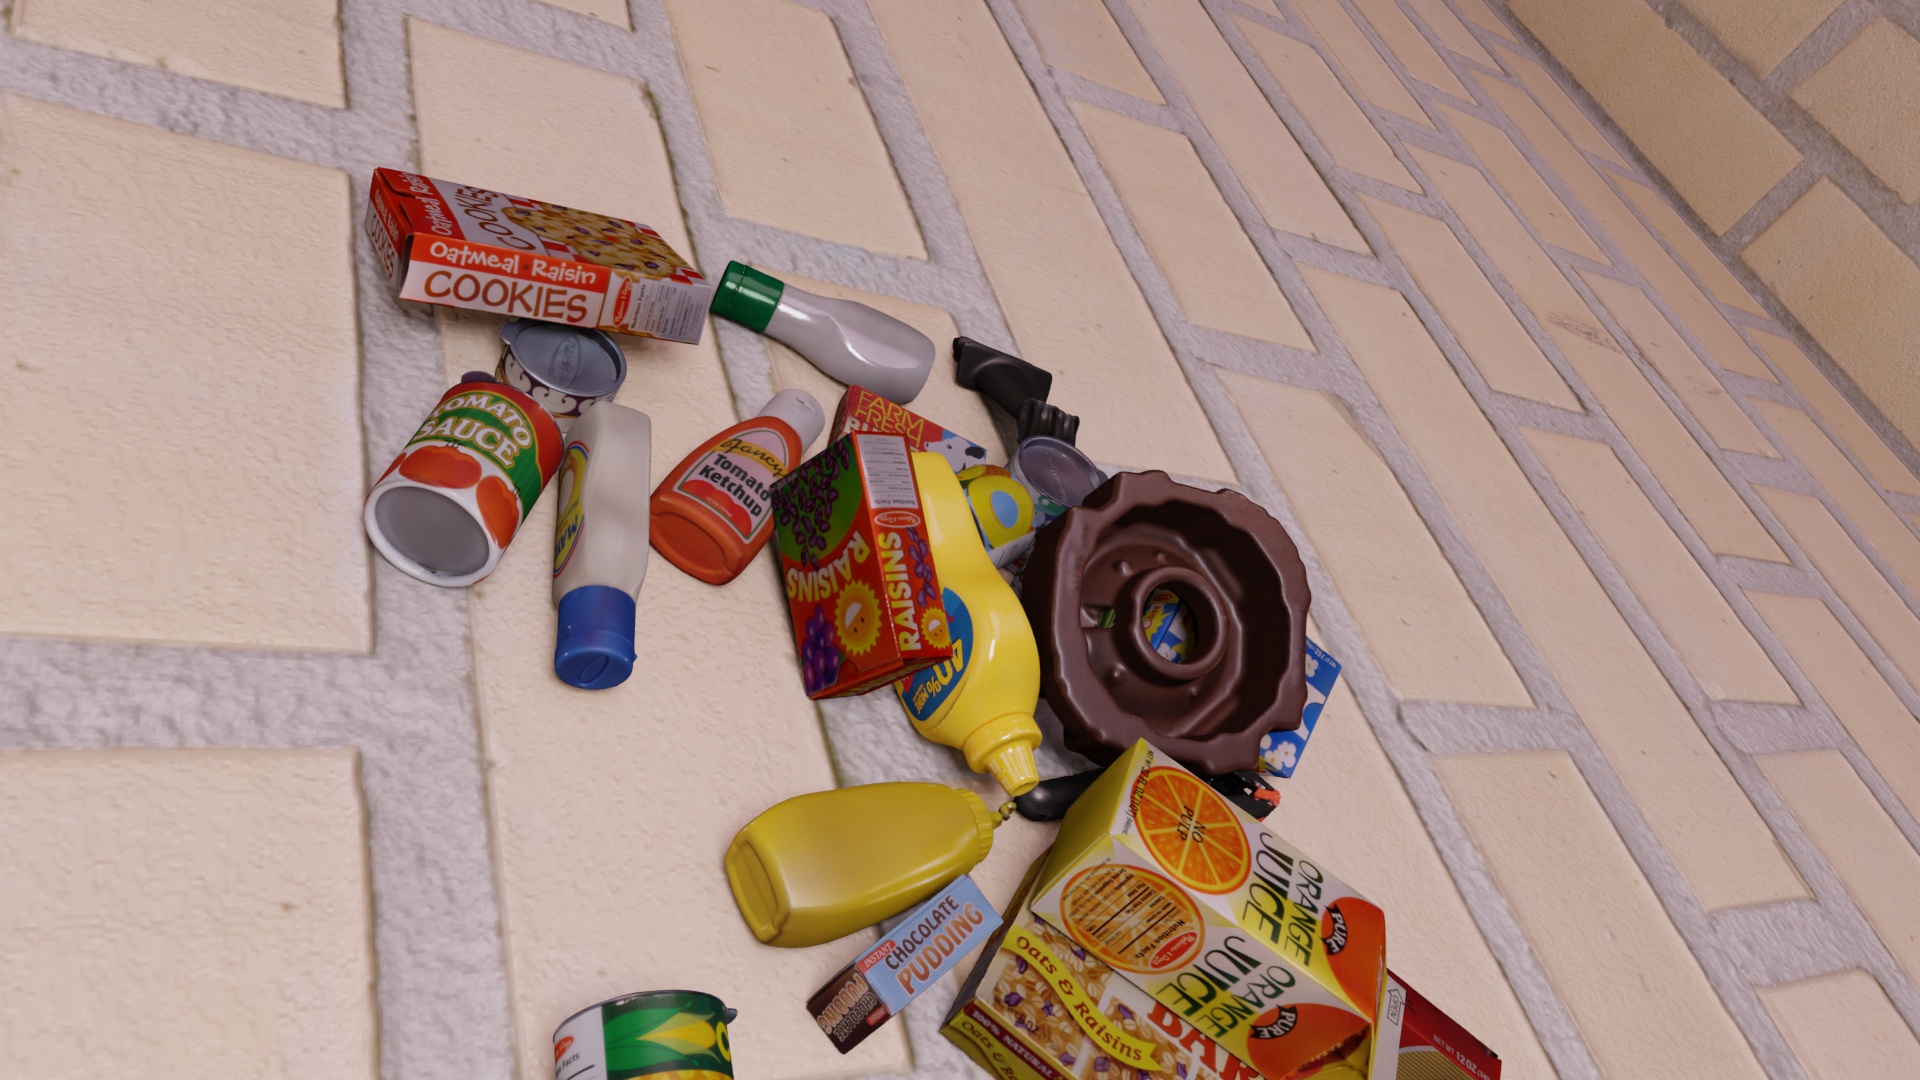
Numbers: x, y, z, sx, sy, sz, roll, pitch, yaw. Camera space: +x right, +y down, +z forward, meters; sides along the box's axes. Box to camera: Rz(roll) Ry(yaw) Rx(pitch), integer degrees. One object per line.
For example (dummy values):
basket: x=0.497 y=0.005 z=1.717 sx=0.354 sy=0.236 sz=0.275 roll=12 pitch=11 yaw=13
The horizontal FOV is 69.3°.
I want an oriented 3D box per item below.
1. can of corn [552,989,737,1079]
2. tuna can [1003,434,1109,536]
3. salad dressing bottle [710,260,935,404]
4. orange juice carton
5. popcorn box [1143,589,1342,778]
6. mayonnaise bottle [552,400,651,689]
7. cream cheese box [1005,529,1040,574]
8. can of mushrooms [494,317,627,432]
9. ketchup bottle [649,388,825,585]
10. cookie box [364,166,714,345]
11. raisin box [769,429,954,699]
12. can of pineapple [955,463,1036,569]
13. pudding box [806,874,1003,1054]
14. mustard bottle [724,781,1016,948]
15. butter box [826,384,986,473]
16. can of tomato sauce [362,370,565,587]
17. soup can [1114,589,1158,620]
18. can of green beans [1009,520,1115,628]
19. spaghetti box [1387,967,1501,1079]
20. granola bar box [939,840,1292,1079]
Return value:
can of corn: x=-0.115 y=0.211 z=0.525 sx=0.071 sy=0.070 sz=0.058 roll=10 pitch=47 yaw=-31
tuna can: x=0.060 y=-0.033 z=0.898 sx=0.071 sy=0.032 sz=0.071 roll=21 pitch=41 yaw=-19
salad dressing bottle: x=-0.091 y=-0.140 z=0.923 sx=0.147 sy=0.043 sz=0.064 roll=23 pitch=42 yaw=-16
orange juice carton: x=0.137 y=0.191 z=0.673 sx=0.193 sy=0.072 sz=0.072 roll=36 pitch=36 yaw=-3
popcorn box: x=0.167 y=0.077 z=0.858 sx=0.126 sy=0.038 sz=0.085 roll=38 pitch=67 yaw=-17
mayonnaise bottle: x=-0.180 y=0.003 z=0.694 sx=0.041 sy=0.064 sz=0.149 roll=18 pitch=45 yaw=-30
cream cheese box: x=0.054 y=-0.015 z=0.922 sx=0.053 sy=0.024 sz=0.104 roll=39 pitch=38 yaw=1
can of mushrooms: x=-0.226 y=-0.095 z=0.778 sx=0.071 sy=0.033 sz=0.071 roll=21 pitch=41 yaw=-20
ketchup bottle: x=-0.122 y=-0.038 z=0.793 sx=0.064 sy=0.043 sz=0.149 roll=38 pitch=37 yaw=-7
cookie box: x=-0.242 y=-0.163 z=0.795 sx=0.168 sy=0.040 sz=0.123 roll=5 pitch=25 yaw=-34
raisin box: x=-0.054 y=0.014 z=0.730 sx=0.040 sy=0.086 sz=0.123 roll=0 pitch=72 yaw=-41
can of pineapple: x=0.003 y=-0.011 z=0.844 sx=0.071 sy=0.070 sz=0.058 roll=49 pitch=38 yaw=14
pudding box: x=-0.024 y=0.191 z=0.630 sx=0.030 sy=0.049 sz=0.084 roll=50 pitch=39 yaw=13
mustard bottle: x=-0.032 y=0.148 z=0.668 sx=0.161 sy=0.048 sz=0.065 roll=-4 pitch=53 yaw=-41
butter box: x=-0.033 y=-0.057 z=0.898 sx=0.103 sy=0.024 sz=0.053 roll=25 pitch=40 yaw=-15
can of tomato sauce: x=-0.239 y=-0.030 z=0.672 sx=0.071 sy=0.070 sz=0.083 roll=28 pitch=39 yaw=-12
soup can: x=0.127 y=0.022 z=0.904 sx=0.084 sy=0.071 sz=0.071 roll=10 pitch=45 yaw=-31
can of green beans: x=0.066 y=0.029 z=0.843 sx=0.071 sy=0.057 sz=0.071 roll=27 pitch=13 yaw=-7
spaghetti box: x=0.178 y=0.223 z=0.742 sx=0.250 sy=0.050 sz=0.029 roll=39 pitch=37 yaw=-5
granola bar box: x=0.085 y=0.239 z=0.675 sx=0.165 sy=0.039 sz=0.125 roll=39 pitch=37 yaw=2
